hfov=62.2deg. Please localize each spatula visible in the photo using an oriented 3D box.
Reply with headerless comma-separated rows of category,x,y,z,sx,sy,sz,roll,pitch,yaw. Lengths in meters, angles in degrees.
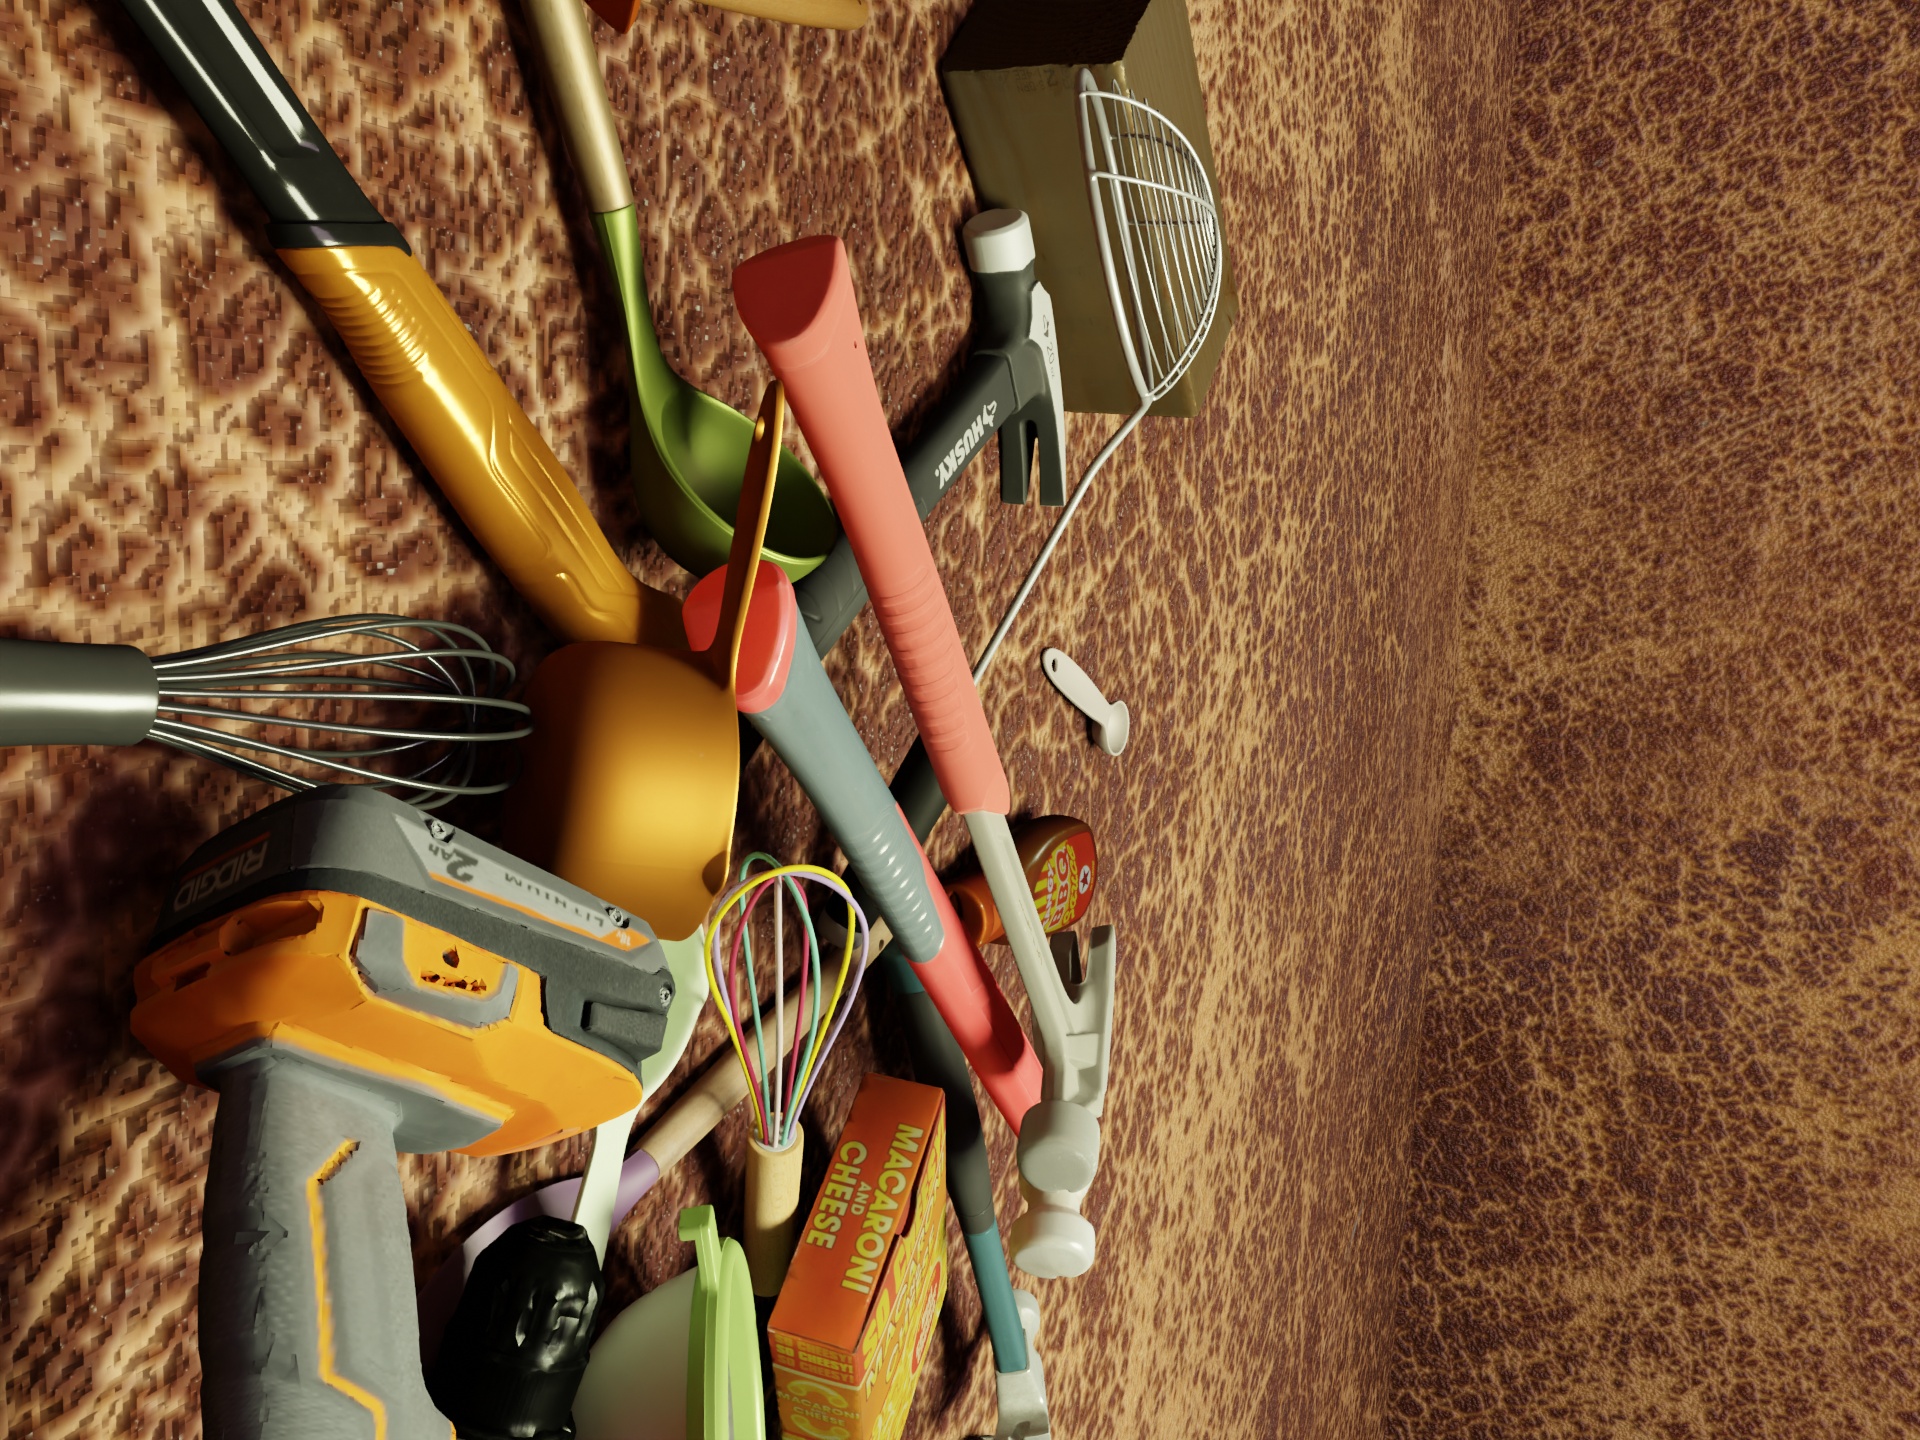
spatula,-0.071,-0.231,0.479,0.081,0.041,0.323,51,23,-7
spatula,-0.105,0.151,0.599,0.316,0.018,0.059,-39,132,-56

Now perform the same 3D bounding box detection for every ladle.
ladle,-0.101,-0.183,0.478,0.078,0.062,0.319,-81,161,-58

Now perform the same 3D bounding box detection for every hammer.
hammer,-0.151,-0.100,0.414,0.336,0.034,0.127,64,39,-50
hammer,-0.029,-0.084,0.685,0.335,0.035,0.146,-58,145,-43
hammer,0.005,0.241,0.812,0.128,0.033,0.330,-96,174,-63
hammer,-0.001,-0.002,0.585,0.149,0.037,0.358,-77,152,-57
hammer,-0.010,0.075,0.640,0.143,0.038,0.385,-84,158,-43

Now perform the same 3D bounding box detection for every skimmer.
skimmer,0.004,-0.075,0.653,0.363,0.090,0.127,-62,175,14

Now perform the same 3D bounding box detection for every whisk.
whisk,-0.073,0.141,0.595,0.047,0.051,0.244,-35,145,-40
whisk,-0.186,-0.003,0.353,0.239,0.055,0.055,2,94,-61

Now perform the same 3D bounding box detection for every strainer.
strainer,-0.105,0.278,0.574,0.256,0.069,0.152,96,-11,-61

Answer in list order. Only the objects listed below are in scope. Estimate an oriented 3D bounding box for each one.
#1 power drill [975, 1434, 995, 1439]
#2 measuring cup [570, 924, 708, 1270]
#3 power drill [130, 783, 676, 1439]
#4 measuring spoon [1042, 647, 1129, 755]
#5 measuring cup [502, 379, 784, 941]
power drill,-0.011,0.475,0.821,0.226,0.084,0.185,51,52,-63
measuring cup,-0.129,0.131,0.522,0.083,0.038,0.167,18,82,-65
power drill,-0.125,0.146,0.363,0.164,0.084,0.227,37,39,-43
measuring spoon,0.071,-0.014,0.950,0.124,0.018,0.034,41,59,-53
measuring cup,-0.092,-0.017,0.453,0.052,0.095,0.173,6,115,-25
